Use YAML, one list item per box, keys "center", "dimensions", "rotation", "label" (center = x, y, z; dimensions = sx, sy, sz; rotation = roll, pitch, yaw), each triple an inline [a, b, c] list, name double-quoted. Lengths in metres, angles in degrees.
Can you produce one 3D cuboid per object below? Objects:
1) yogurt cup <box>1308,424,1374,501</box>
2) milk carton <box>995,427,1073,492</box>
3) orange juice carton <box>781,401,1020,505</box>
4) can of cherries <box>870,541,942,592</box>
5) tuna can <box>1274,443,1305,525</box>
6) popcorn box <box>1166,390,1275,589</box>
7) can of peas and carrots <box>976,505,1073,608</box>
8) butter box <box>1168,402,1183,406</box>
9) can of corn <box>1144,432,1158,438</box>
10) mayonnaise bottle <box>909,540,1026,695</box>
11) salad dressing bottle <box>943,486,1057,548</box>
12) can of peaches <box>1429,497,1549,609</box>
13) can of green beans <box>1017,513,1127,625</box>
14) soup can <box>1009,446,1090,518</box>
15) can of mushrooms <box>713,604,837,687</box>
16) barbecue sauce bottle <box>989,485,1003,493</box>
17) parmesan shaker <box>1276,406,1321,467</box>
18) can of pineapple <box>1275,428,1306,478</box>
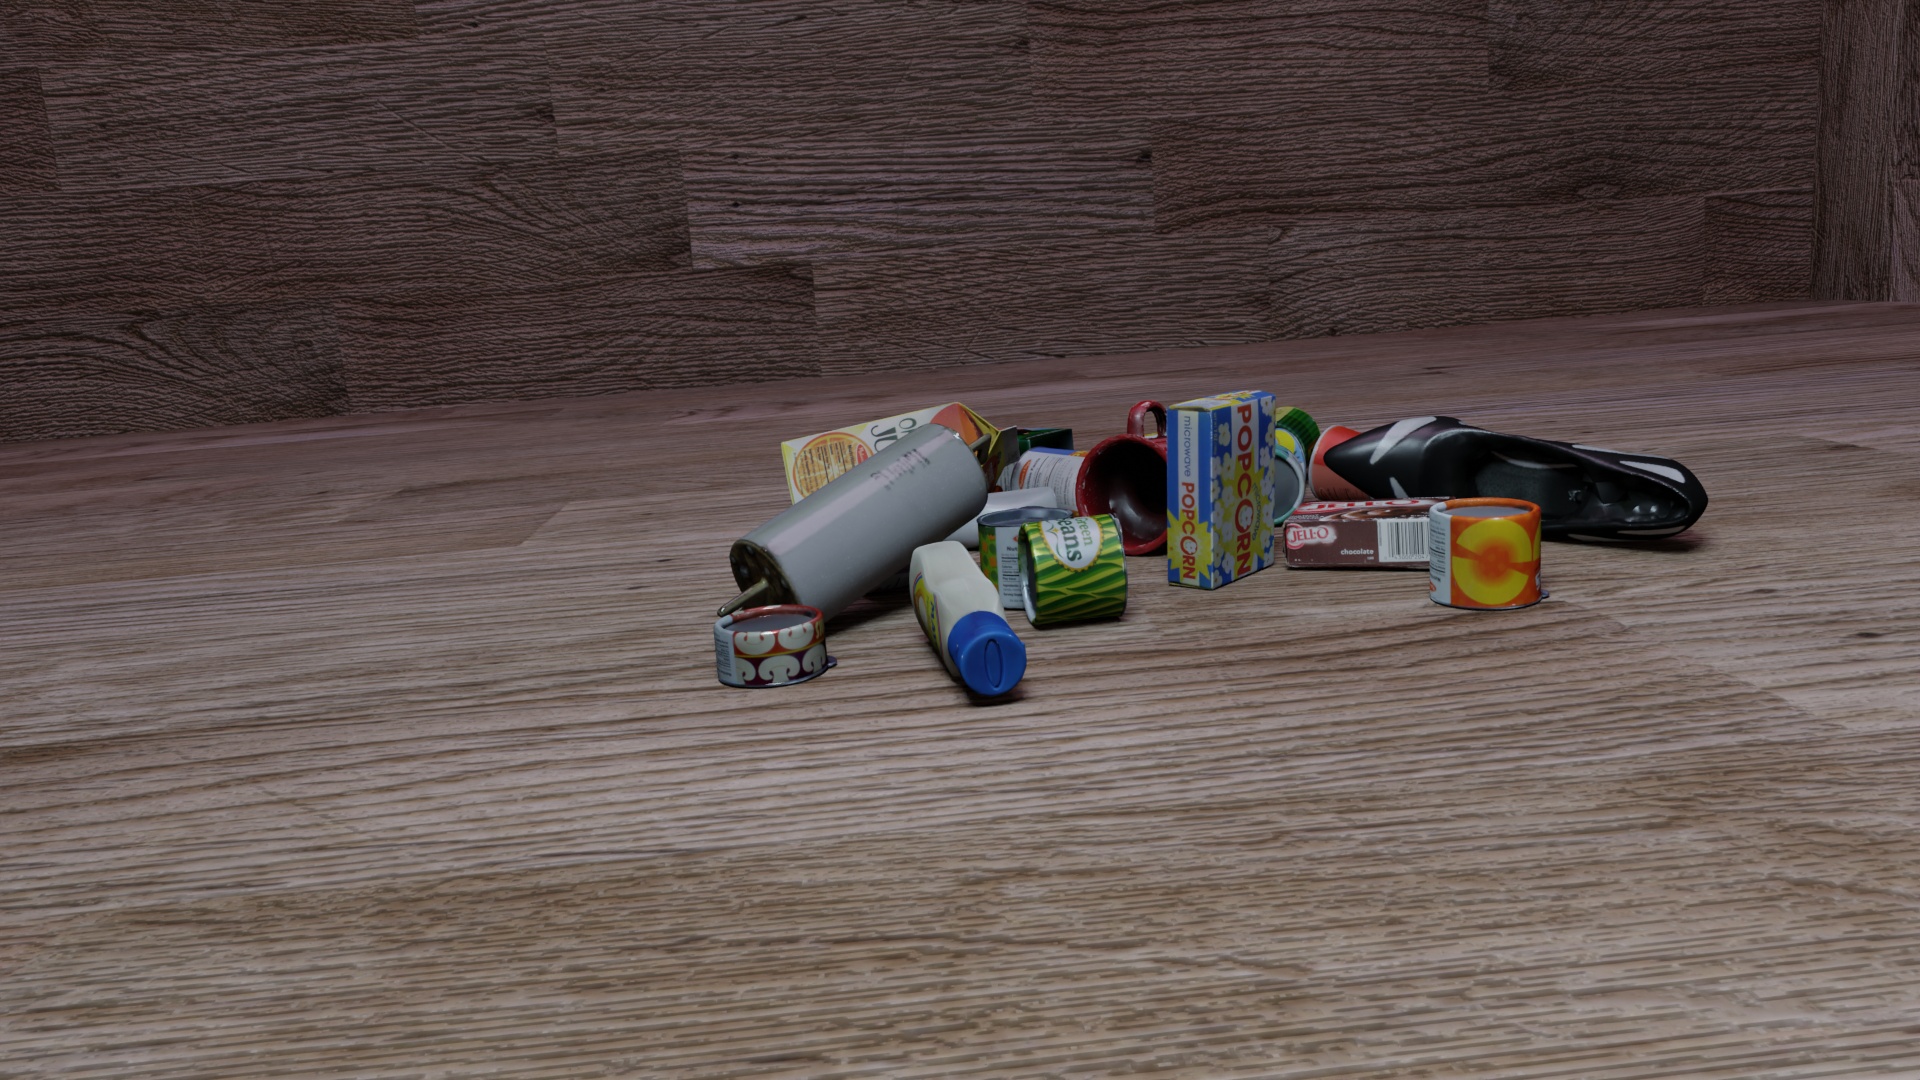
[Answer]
- center: [0.340, -0.062, 1.193]
  dimensions: [0.072, 0.072, 0.054]
  rotation: [-15, 23, -43]
  label: "yogurt cup"
- center: [0.011, -0.067, 1.308]
  dimensions: [0.190, 0.073, 0.072]
  rotation: [4, 14, 38]
  label: "milk carton"
- center: [-0.045, -0.059, 1.159]
  dimensions: [0.193, 0.073, 0.071]
  rotation: [-13, -23, -1]
  label: "orange juice carton"
- center: [-0.052, 0.000, 1.009]
  dimensions: [0.058, 0.071, 0.071]
  rotation: [-9, 12, -25]
  label: "can of cherries"
- center: [0.245, -0.045, 1.135]
  dimensions: [0.071, 0.071, 0.033]
  rotation: [-2, 12, 11]
  label: "tuna can"
- center: [0.182, -0.037, 0.965]
  dimensions: [0.038, 0.126, 0.085]
  rotation: [9, 17, 40]
  label: "popcorn box"
- center: [0.046, 0.011, 0.950]
  dimensions: [0.071, 0.058, 0.071]
  rotation: [-4, 10, 1]
  label: "can of peas and carrots"
- center: [0.195, -0.064, 1.168]
  dimensions: [0.024, 0.052, 0.104]
  rotation: [-5, 44, -4]
  label: "butter box"
- center: [0.159, -0.060, 1.245]
  dimensions: [0.058, 0.071, 0.071]
  rotation: [-11, 13, -33]
  label: "can of corn"
- center: [0.003, 0.046, 0.792]
  dimensions: [0.041, 0.064, 0.148]
  rotation: [-9, 16, -9]
  label: "mayonnaise bottle"
- center: [0.004, -0.014, 1.129]
  dimensions: [0.148, 0.044, 0.064]
  rotation: [-7, 7, -7]
  label: "salad dressing bottle"
- center: [0.329, 0.007, 0.866]
  dimensions: [0.071, 0.058, 0.071]
  rotation: [-5, 11, 1]
  label: "can of peaches"
- center: [0.070, 0.018, 0.883]
  dimensions: [0.058, 0.071, 0.071]
  rotation: [-6, 11, -7]
  label: "can of green beans"
- center: [0.096, -0.044, 1.188]
  dimensions: [0.071, 0.071, 0.084]
  rotation: [-13, 15, -38]
  label: "soup can"
- center: [-0.110, 0.061, 0.823]
  dimensions: [0.071, 0.033, 0.071]
  rotation: [-5, 11, 1]
  label: "can of mushrooms"
- center: [-0.037, -0.030, 1.218]
  dimensions: [0.148, 0.043, 0.065]
  rotation: [-1, 14, 14]
  label: "barbecue sauce bottle"
- center: [0.302, -0.086, 1.324]
  dimensions: [0.071, 0.071, 0.103]
  rotation: [0, 13, 22]
  label: "parmesan shaker"
- center: [0.257, -0.063, 1.211]
  dimensions: [0.058, 0.071, 0.071]
  rotation: [-9, 12, -23]
  label: "can of pineapple"
